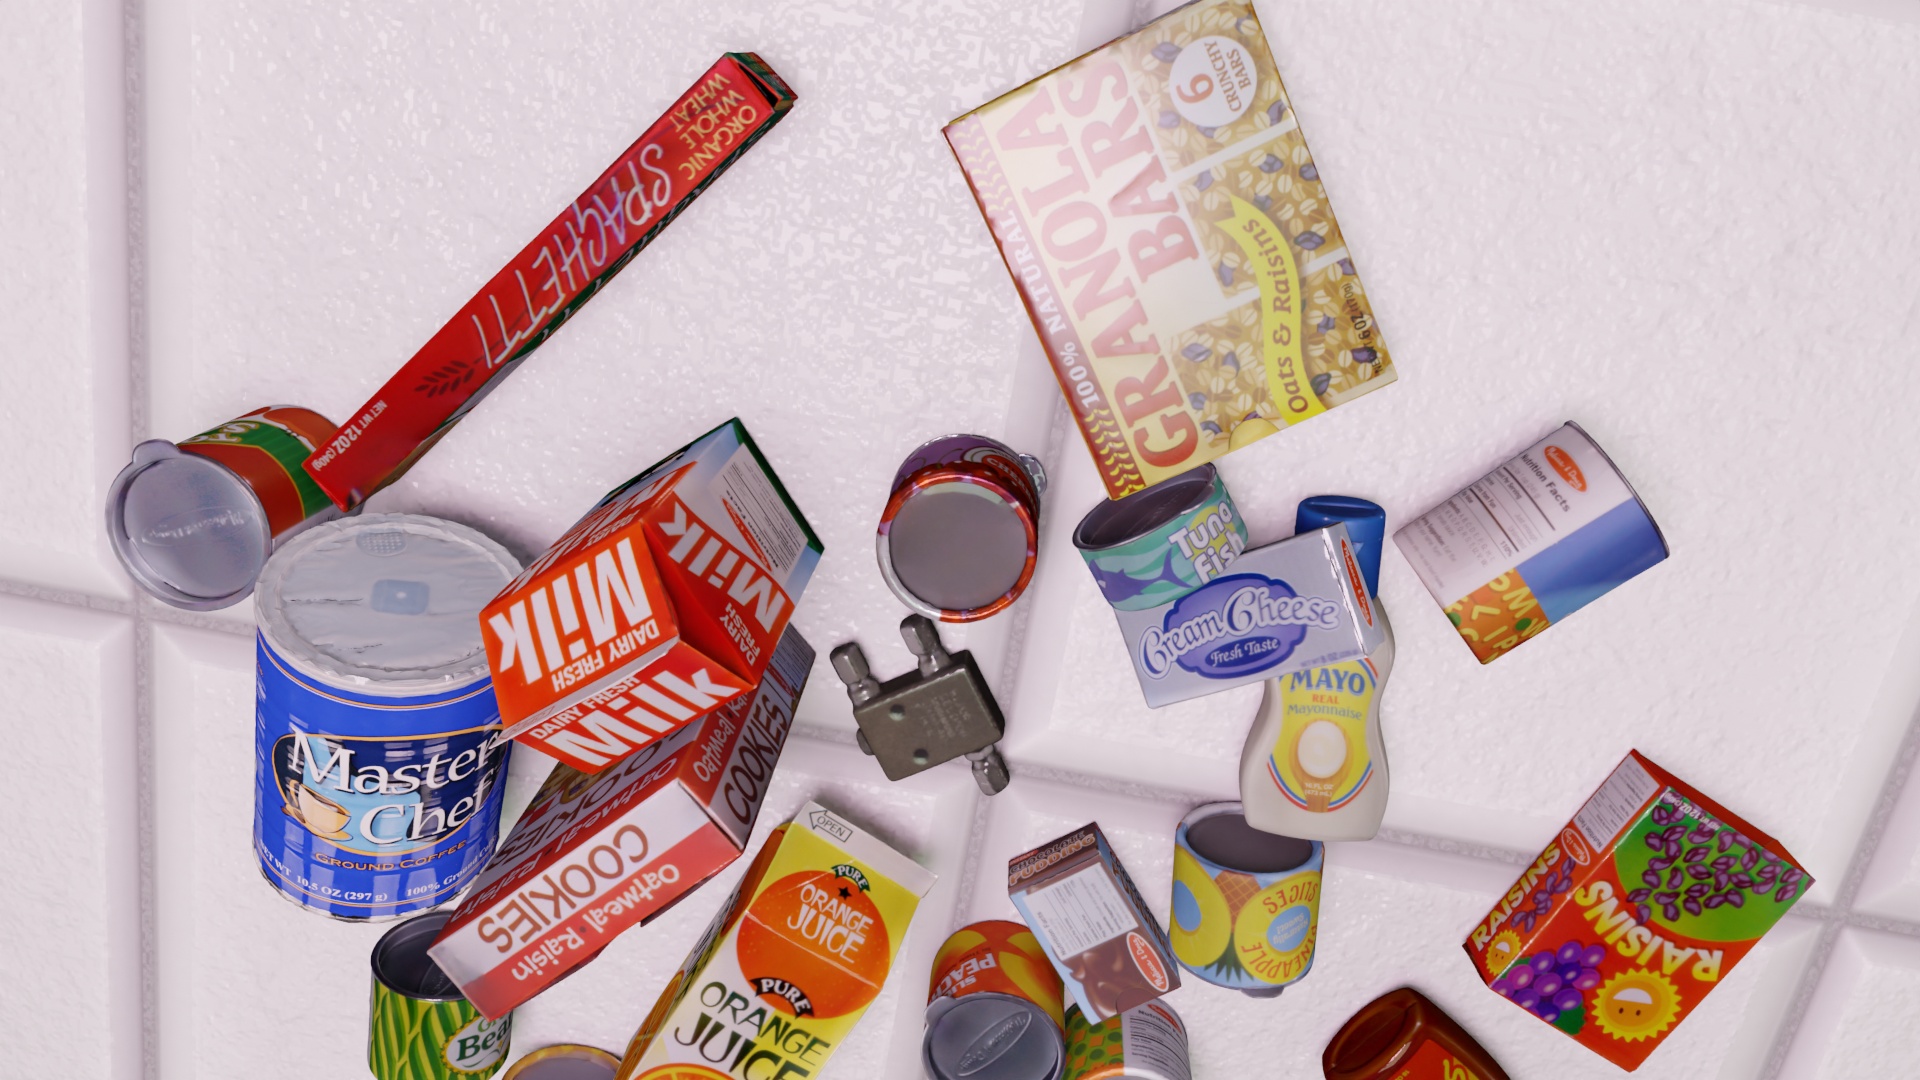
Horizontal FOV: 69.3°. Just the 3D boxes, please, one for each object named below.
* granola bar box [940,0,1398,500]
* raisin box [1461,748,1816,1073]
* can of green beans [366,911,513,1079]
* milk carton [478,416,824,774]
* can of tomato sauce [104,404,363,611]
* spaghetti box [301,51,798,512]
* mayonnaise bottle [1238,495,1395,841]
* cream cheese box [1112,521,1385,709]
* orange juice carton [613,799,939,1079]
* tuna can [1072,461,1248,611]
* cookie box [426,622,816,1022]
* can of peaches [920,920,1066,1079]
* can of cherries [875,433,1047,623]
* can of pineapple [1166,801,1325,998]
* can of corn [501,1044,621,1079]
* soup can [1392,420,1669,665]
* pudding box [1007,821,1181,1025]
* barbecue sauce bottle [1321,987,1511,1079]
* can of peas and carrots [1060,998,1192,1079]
[{"bbox_3d":[0.083,-0.114,0.549,0.124,0.039,0.165,-24,105,11],"label":"granola bar box"},{"bbox_3d":[0.304,0.168,0.629,0.086,0.040,0.123,31,106,-8],"label":"raisin box"},{"bbox_3d":[-0.247,0.221,0.663,0.071,0.071,0.057,11,109,0],"label":"can of green beans"},{"bbox_3d":[-0.114,0.021,0.524,0.072,0.191,0.073,-29,104,12],"label":"milk carton"},{"bbox_3d":[-0.300,-0.018,0.579,0.071,0.083,0.071,1,108,3],"label":"can of tomato sauce"},{"bbox_3d":[-0.166,-0.103,0.561,0.249,0.050,0.028,-39,103,14],"label":"spaghetti box"},{"bbox_3d":[0.157,0.056,0.599,0.065,0.041,0.147,4,108,10],"label":"mayonnaise bottle"},{"bbox_3d":[0.116,0.033,0.575,0.103,0.024,0.053,-20,88,35],"label":"cream cheese box"},{"bbox_3d":[-0.089,0.208,0.646,0.072,0.073,0.192,32,107,-7],"label":"orange juice carton"},{"bbox_3d":[0.084,-0.002,0.570,0.071,0.071,0.032,-28,106,12],"label":"tuna can"},{"bbox_3d":[-0.128,0.101,0.564,0.123,0.168,0.040,-36,104,14],"label":"cookie box"},{"bbox_3d":[0.015,0.221,0.653,0.071,0.058,0.071,1,108,4],"label":"can of peaches"},{"bbox_3d":[0.002,-0.007,0.578,0.071,0.058,0.071,1,109,3],"label":"can of cherries"},{"bbox_3d":[0.128,0.158,0.620,0.071,0.071,0.057,2,108,3],"label":"can of pineapple"},{"bbox_3d":[-0.198,0.292,0.685,0.071,0.071,0.058,11,108,0],"label":"can of corn"},{"bbox_3d":[0.231,0.003,0.566,0.083,0.071,0.071,-35,103,14],"label":"soup can"},{"bbox_3d":[0.062,0.180,0.651,0.049,0.030,0.083,-28,104,11],"label":"pudding box"},{"bbox_3d":[0.246,0.282,0.667,0.148,0.044,0.064,42,105,-10],"label":"barbecue sauce bottle"},{"bbox_3d":[0.076,0.261,0.661,0.071,0.059,0.070,1,108,3],"label":"can of peas and carrots"}]
